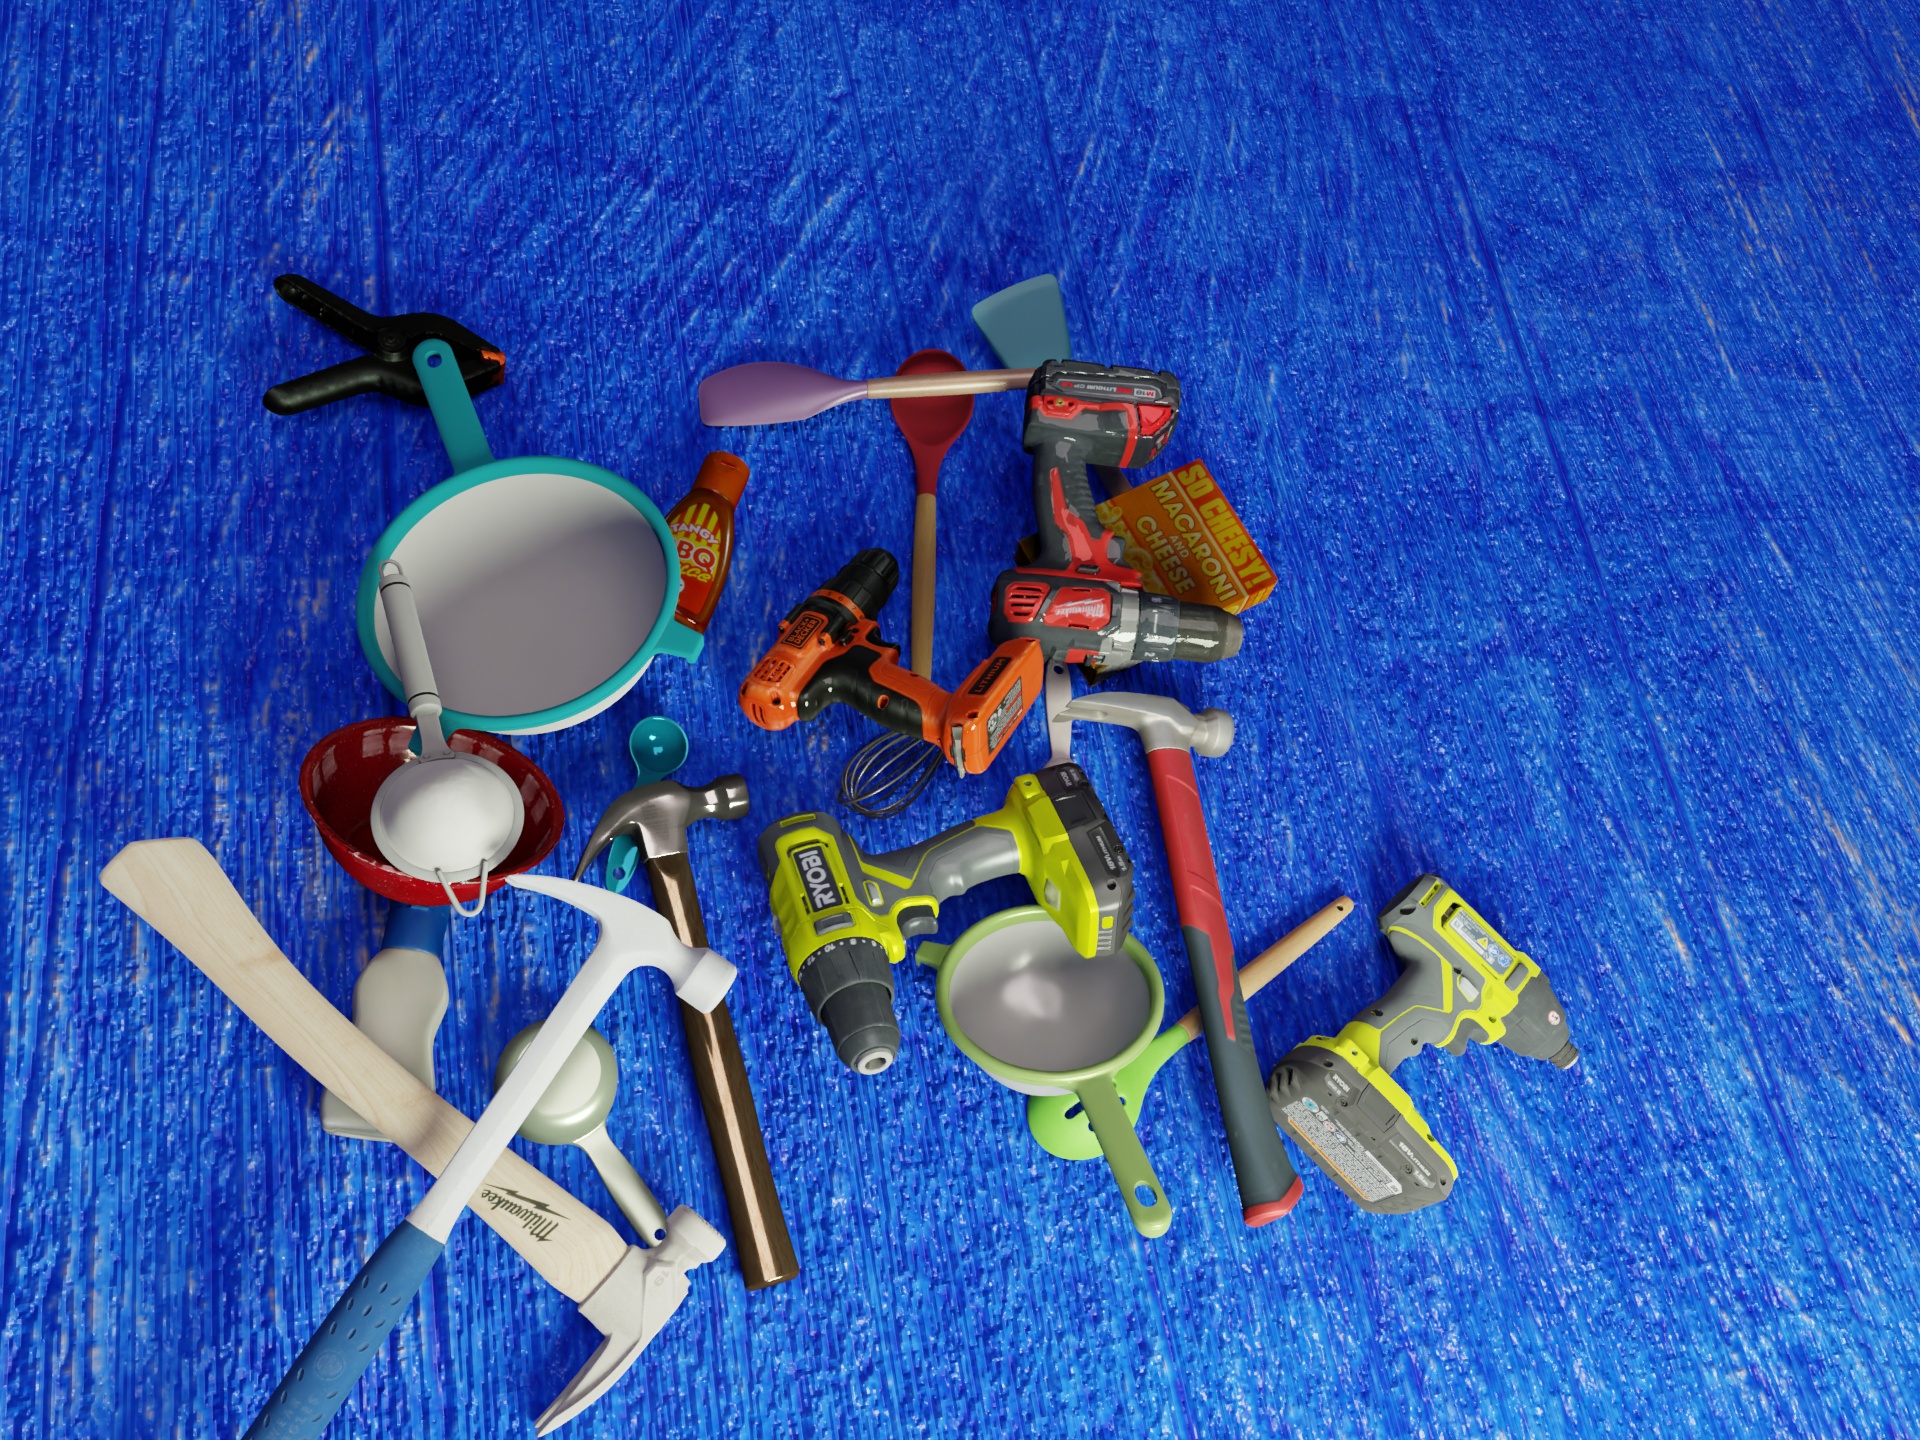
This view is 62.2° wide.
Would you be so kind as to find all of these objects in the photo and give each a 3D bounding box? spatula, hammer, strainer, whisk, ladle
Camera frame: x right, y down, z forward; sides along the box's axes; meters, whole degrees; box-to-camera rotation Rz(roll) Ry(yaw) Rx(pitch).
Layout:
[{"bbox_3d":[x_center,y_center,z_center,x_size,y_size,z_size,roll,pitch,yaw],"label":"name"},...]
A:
[{"bbox_3d":[0.115,-0.220,1.307,0.082,0.044,0.318,-26,76,-14],"label":"spatula"},{"bbox_3d":[-0.333,0.225,0.915,0.410,0.038,0.146,43,69,-5],"label":"hammer"},{"bbox_3d":[-0.314,-0.119,1.104,0.211,0.095,0.341,-22,63,-10],"label":"strainer"},{"bbox_3d":[-0.295,0.269,0.880,0.144,0.035,0.405,36,72,-8],"label":"hammer"},{"bbox_3d":[-0.049,-0.267,1.264,0.316,0.018,0.060,-4,66,-5],"label":"spatula"},{"bbox_3d":[0.075,0.232,1.028,0.151,0.069,0.257,-12,44,-14],"label":"strainer"},{"bbox_3d":[-0.002,-0.005,1.168,0.055,0.055,0.239,45,58,7],"label":"whisk"},{"bbox_3d":[-0.326,-0.002,0.967,0.087,0.050,0.259,-11,58,-23],"label":"strainer"},{"bbox_3d":[-0.026,-0.152,1.242,0.069,0.031,0.316,4,66,-6],"label":"ladle"},{"bbox_3d":[0.160,0.154,1.112,0.143,0.038,0.387,7,58,-25],"label":"hammer"},{"bbox_3d":[-0.165,0.196,1.023,0.130,0.031,0.331,-9,71,-25],"label":"hammer"}]

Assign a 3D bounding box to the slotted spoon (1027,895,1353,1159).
[{"bbox_3d":[0.174,0.206,1.132,0.314,0.031,0.070,-30,73,-28],"label":"slotted spoon"}]

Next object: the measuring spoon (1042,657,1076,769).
[{"bbox_3d":[0.077,0.002,1.203,0.034,0.018,0.124,6,63,-14],"label":"measuring spoon"}]

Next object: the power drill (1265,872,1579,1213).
[{"bbox_3d":[0.337,0.237,1.139,0.171,0.080,0.223,45,58,7],"label":"power drill"}]

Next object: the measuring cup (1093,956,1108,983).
[{"bbox_3d":[0.083,0.125,1.143,0.062,0.029,0.157,-15,73,-22],"label":"measuring cup"}]

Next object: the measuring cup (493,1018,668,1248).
[{"bbox_3d":[-0.223,0.256,0.979,0.083,0.038,0.168,-32,76,-27],"label":"measuring cup"}]

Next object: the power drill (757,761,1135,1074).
[{"bbox_3d":[-0.006,0.124,1.044,0.228,0.080,0.191,-14,47,-12],"label":"power drill"}]

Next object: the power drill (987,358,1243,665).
[{"bbox_3d":[0.122,-0.148,1.198,0.188,0.080,0.227,6,73,-1],"label":"power drill"}]

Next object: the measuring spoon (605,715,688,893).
[{"bbox_3d":[-0.222,0.059,1.091,0.042,0.021,0.129,21,70,-20],"label":"measuring spoon"}]
